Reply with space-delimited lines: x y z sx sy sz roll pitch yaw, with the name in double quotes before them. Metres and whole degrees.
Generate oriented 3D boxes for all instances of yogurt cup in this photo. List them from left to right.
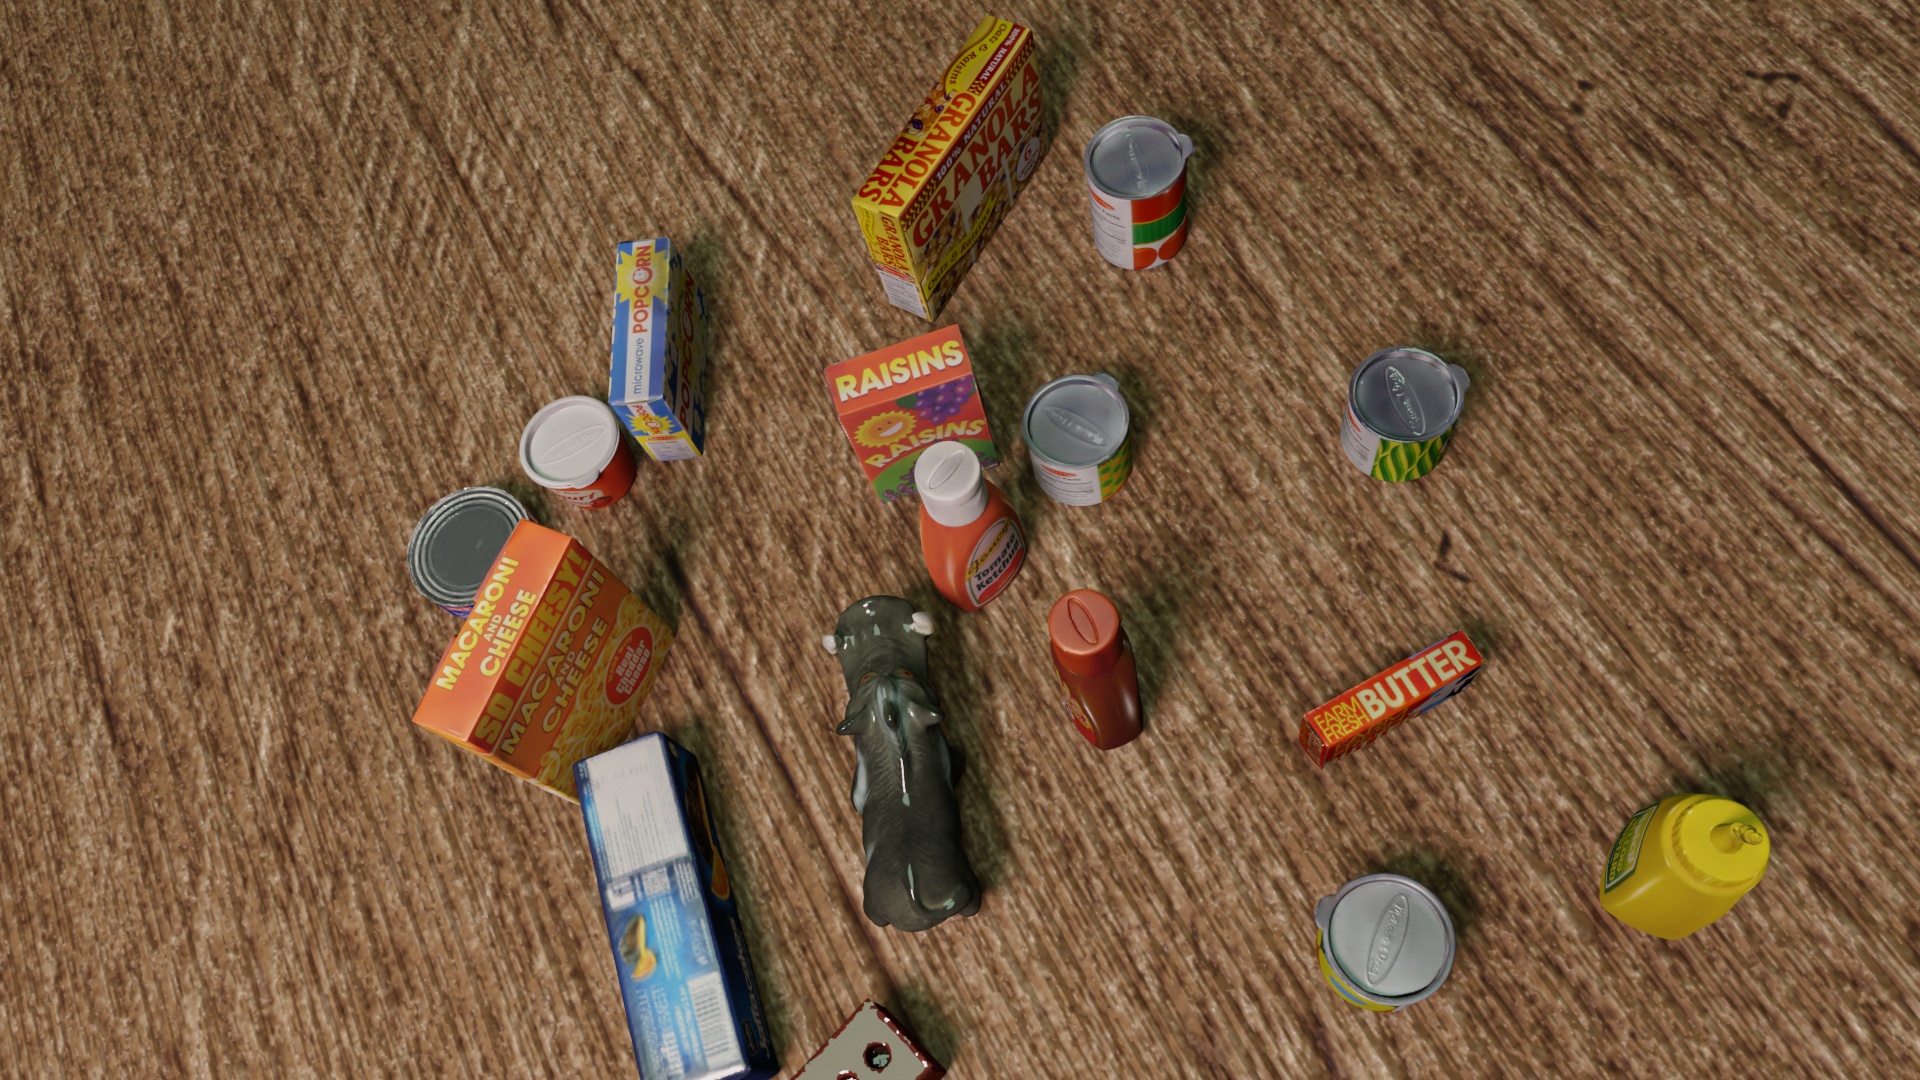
"yogurt cup" -0.252 -0.056 0.930 0.072 0.053 0.072 -3 66 8

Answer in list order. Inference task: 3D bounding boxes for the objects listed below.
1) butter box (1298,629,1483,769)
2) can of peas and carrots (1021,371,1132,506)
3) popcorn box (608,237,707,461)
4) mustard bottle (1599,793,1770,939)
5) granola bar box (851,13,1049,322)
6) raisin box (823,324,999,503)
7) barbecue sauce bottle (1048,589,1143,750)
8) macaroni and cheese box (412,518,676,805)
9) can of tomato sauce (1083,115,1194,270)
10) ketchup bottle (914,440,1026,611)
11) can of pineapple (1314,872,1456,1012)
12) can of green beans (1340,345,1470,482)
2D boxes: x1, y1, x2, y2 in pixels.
"butter box" 0.242 0.091 0.785 0.103 0.053 0.024 -28 66 -3
"can of peas and carrots" 0.076 -0.064 0.877 0.071 0.058 0.071 -3 67 8
"popcorn box" -0.202 -0.128 0.936 0.038 0.085 0.127 -6 66 7
"mustard bottle" 0.357 0.154 0.679 0.049 0.159 0.065 23 73 18
"granola bar box" -0.001 -0.247 0.933 0.039 0.123 0.166 27 74 19
"raisin box" -0.027 -0.076 0.863 0.086 0.123 0.040 -18 66 2
"barbecue sauce bottle" 0.074 0.069 0.770 0.044 0.148 0.065 -25 65 -2
"macaroni and cheese box" -0.235 0.077 0.808 0.040 0.166 0.124 17 71 16
"can of tomato sauce" 0.121 -0.231 0.929 0.071 0.083 0.071 -3 67 8
"ketchup bottle" 0.003 -0.010 0.816 0.043 0.148 0.065 36 77 21
"can of pineapple" 0.221 0.212 0.733 0.071 0.057 0.071 -3 66 8
"can of green beans" 0.269 -0.076 0.850 0.071 0.057 0.071 -3 66 8
